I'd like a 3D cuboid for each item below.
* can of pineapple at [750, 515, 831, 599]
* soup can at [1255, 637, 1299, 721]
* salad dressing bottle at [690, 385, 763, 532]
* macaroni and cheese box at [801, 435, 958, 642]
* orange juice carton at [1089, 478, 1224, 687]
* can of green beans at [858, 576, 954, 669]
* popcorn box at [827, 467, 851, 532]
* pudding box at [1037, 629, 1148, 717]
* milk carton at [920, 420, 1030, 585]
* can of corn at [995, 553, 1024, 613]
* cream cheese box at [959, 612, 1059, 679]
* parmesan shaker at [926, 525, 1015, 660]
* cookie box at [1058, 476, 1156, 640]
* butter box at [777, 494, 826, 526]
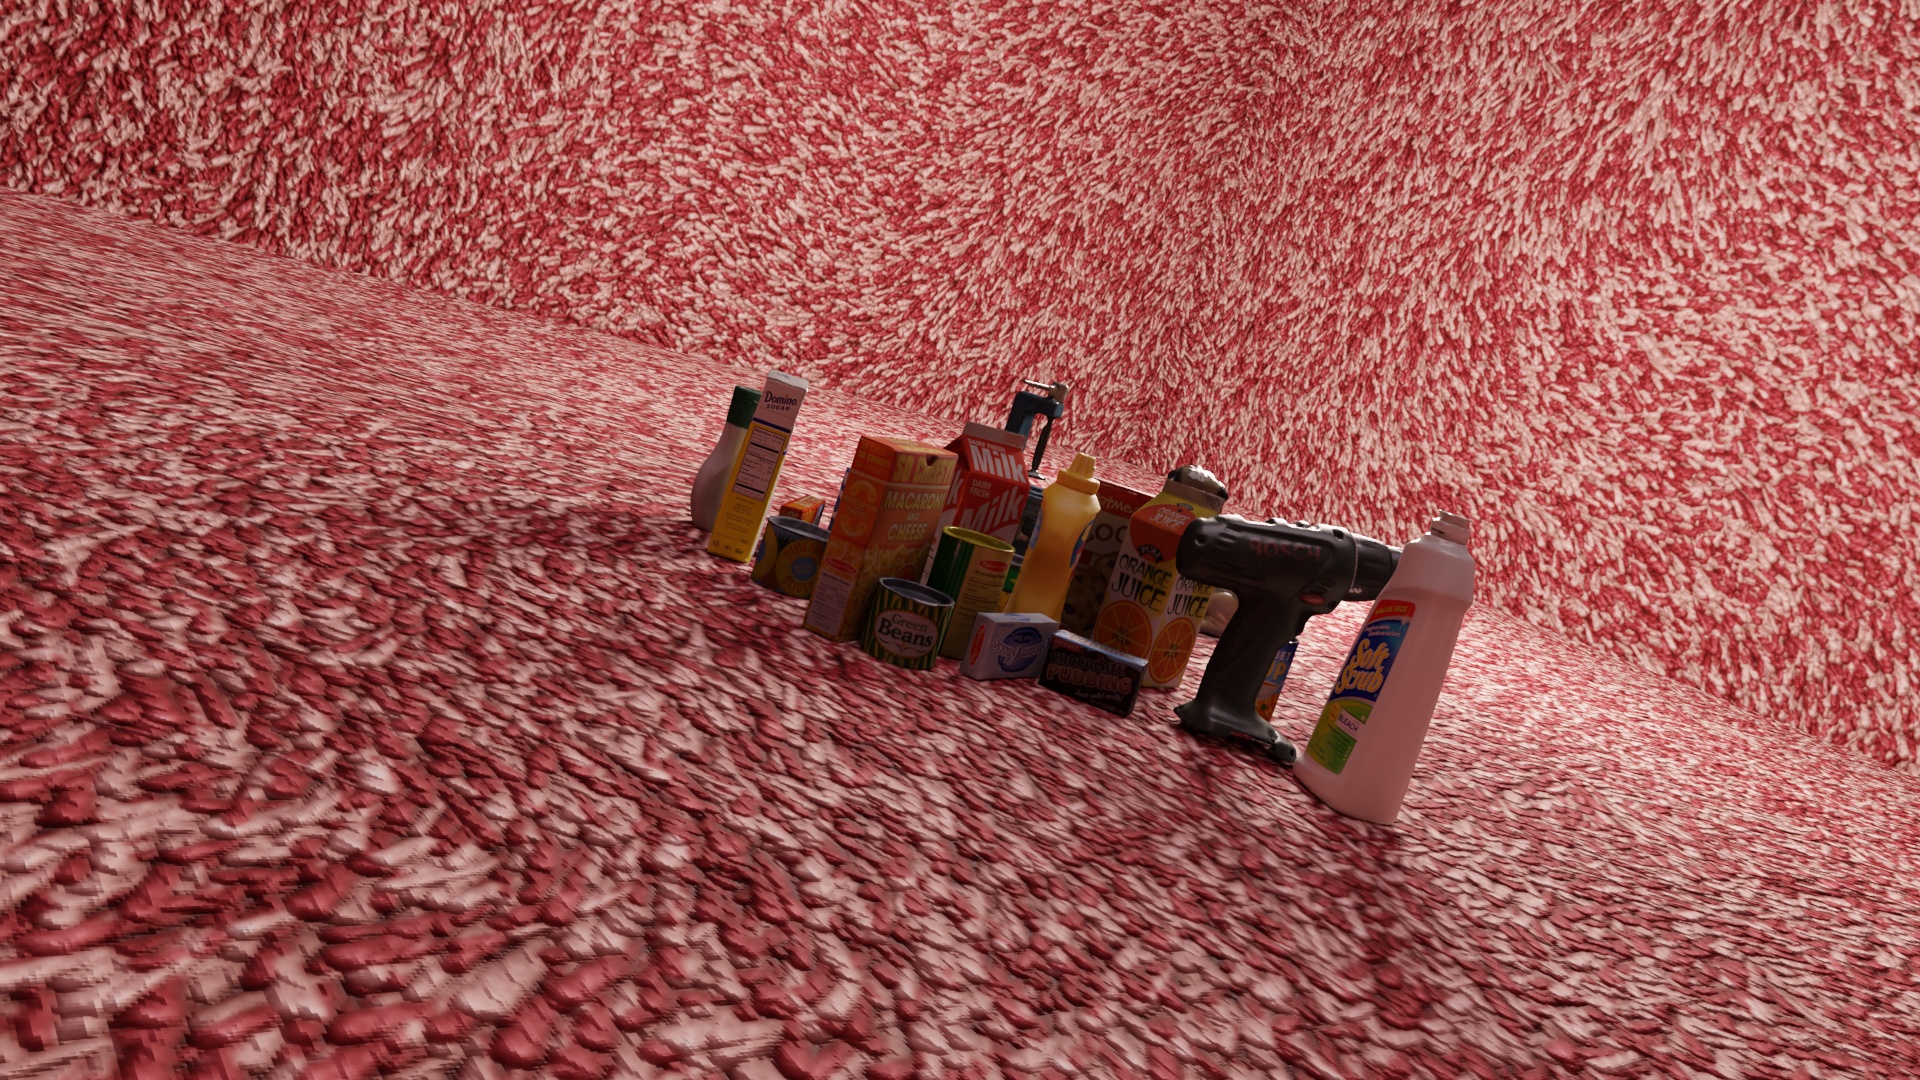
[{"bbox_3d":[-0.149,0.016,1.253,0.071,0.057,0.071,17,9,-3],"label":"can of pineapple"},{"bbox_3d":[0.283,0.125,1.343,0.071,0.083,0.071,17,9,-3],"label":"soup can"},{"bbox_3d":[-0.228,-0.081,1.395,0.064,0.147,0.044,12,10,-36],"label":"salad dressing bottle"},{"bbox_3d":[-0.064,-0.002,1.175,0.040,0.166,0.124,21,9,22],"label":"macaroni and cheese box"},{"bbox_3d":[0.195,0.040,1.338,0.072,0.192,0.073,25,11,42],"label":"orange juice carton"},{"bbox_3d":[-0.045,0.068,1.141,0.071,0.057,0.071,17,9,-3],"label":"can of green beans"},{"bbox_3d":[-0.093,-0.020,1.490,0.038,0.085,0.127,12,10,-34],"label":"popcorn box"},{"bbox_3d":[0.115,0.114,1.198,0.084,0.049,0.030,20,9,14],"label":"pudding box"},{"bbox_3d":[0.005,-0.017,1.320,0.072,0.190,0.073,12,10,-32],"label":"milk carton"},{"bbox_3d":[0.047,0.046,1.448,0.071,0.058,0.071,17,9,-3],"label":"can of corn"},{"bbox_3d":[0.042,0.090,1.189,0.024,0.053,0.104,23,11,33],"label":"cream cheese box"},{"bbox_3d":[-0.001,0.046,1.214,0.071,0.103,0.071,17,9,-3],"label":"parmesan shaker"},{"bbox_3d":[0.164,0.030,1.419,0.123,0.167,0.040,18,8,-1],"label":"cookie box"},{"bbox_3d":[-0.166,-0.015,1.418,0.024,0.053,0.103,19,9,5],"label":"butter box"}]
